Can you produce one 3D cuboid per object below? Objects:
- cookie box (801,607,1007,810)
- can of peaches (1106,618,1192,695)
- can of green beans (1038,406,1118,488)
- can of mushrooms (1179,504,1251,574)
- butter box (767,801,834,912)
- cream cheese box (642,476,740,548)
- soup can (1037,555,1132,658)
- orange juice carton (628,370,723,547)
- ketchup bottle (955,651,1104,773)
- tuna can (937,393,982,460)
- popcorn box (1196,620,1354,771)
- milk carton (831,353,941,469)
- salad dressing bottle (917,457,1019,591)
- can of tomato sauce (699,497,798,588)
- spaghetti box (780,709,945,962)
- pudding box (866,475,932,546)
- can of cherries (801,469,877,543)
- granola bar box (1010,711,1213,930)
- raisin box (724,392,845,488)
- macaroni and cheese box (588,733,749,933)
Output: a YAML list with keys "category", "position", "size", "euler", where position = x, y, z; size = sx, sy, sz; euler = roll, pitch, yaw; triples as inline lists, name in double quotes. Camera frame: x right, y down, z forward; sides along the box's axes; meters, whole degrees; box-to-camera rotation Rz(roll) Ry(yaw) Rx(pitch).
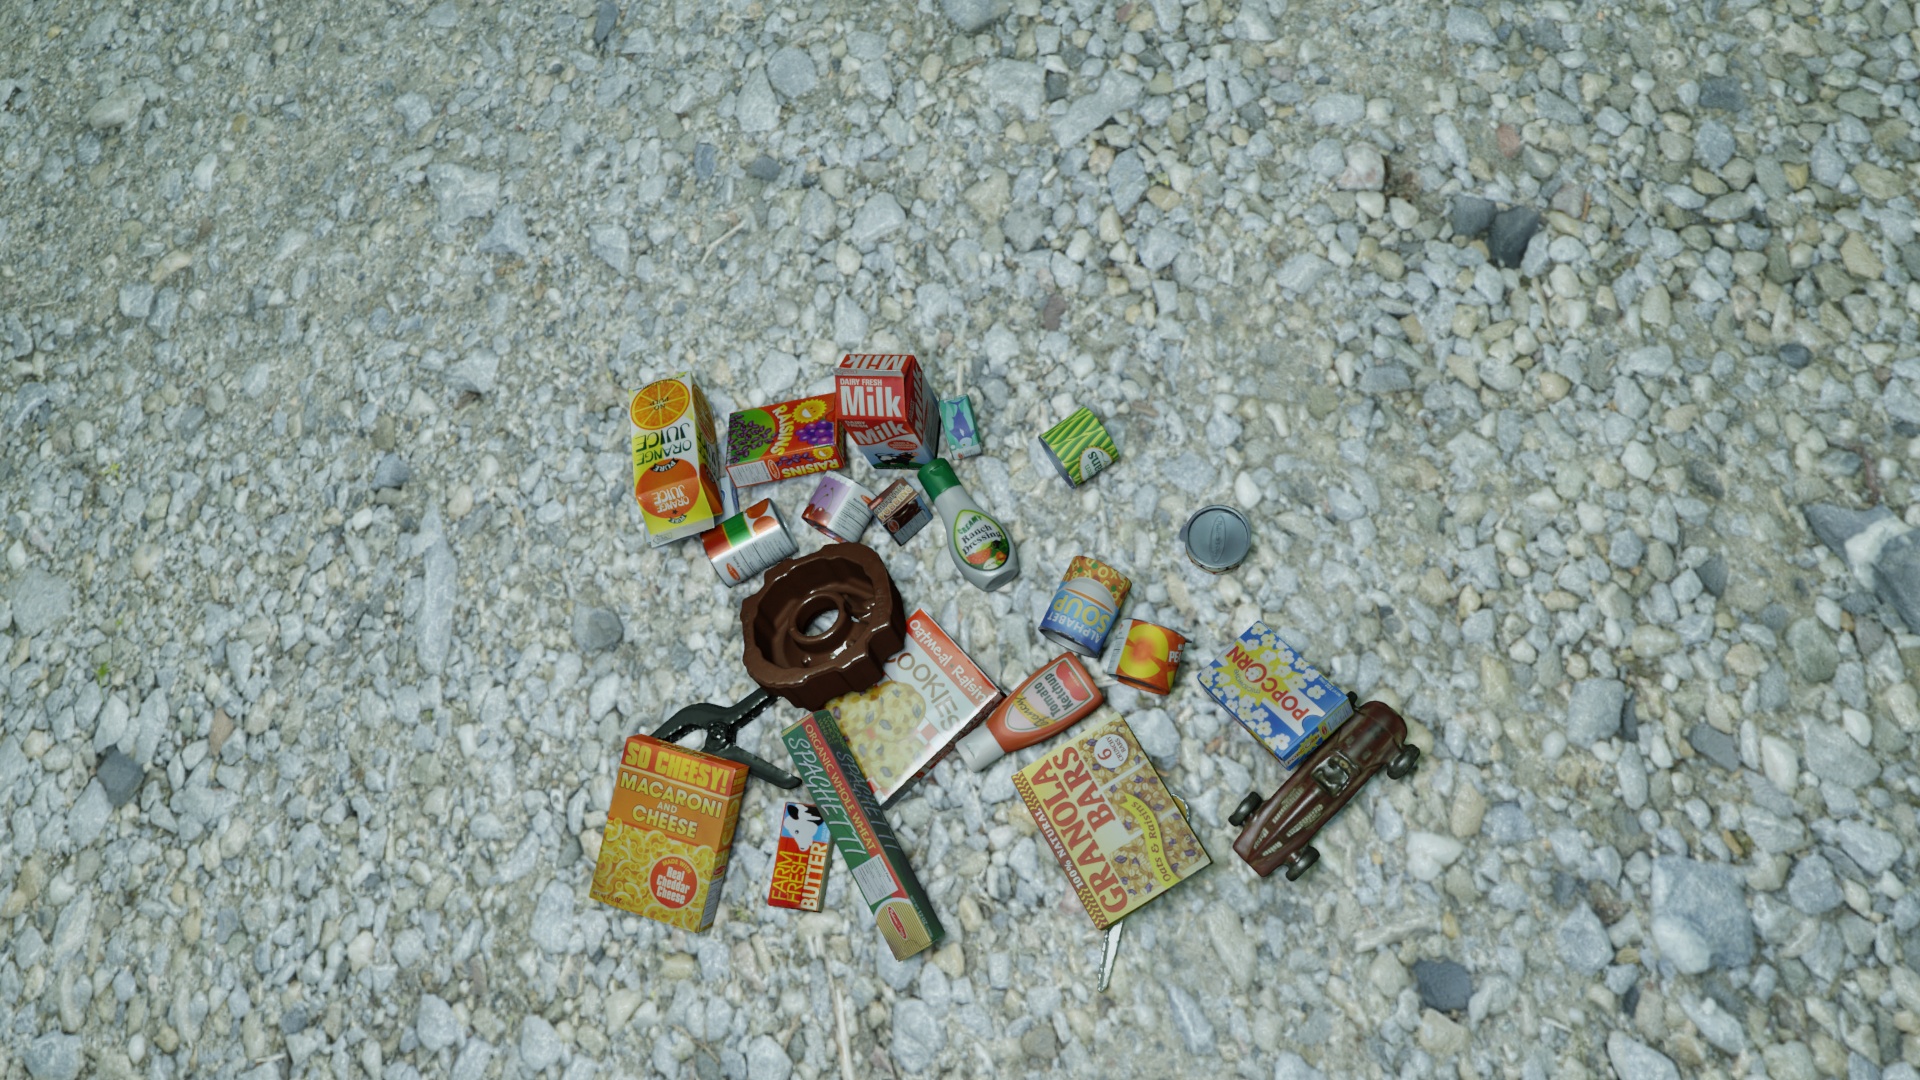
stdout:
- category: "cookie box"
  position: [-0.056, 0.169, 1.400]
  size: [0.167, 0.040, 0.123]
  euler: [-43, 71, -3]
- category: "can of peaches"
  position: [0.184, 0.115, 1.359]
  size: [0.071, 0.071, 0.058]
  euler: [17, 77, 15]
- category: "can of green beans"
  position: [0.122, -0.096, 1.436]
  size: [0.058, 0.071, 0.071]
  euler: [-34, 71, -1]
- category: "can of mushrooms"
  position: [0.257, -0.001, 1.400]
  size: [0.071, 0.033, 0.071]
  euler: [-3, 73, 9]
- category: "butter box"
  position: [-0.156, 0.315, 1.381]
  size: [0.053, 0.024, 0.104]
  euler: [6, 74, 11]
- category: "cream cheese box"
  position: [-0.293, -0.031, 1.512]
  size: [0.104, 0.024, 0.053]
  euler: [-14, 72, 6]
- category: "soup can"
  position: [0.124, 0.065, 1.383]
  size: [0.071, 0.071, 0.084]
  euler: [24, 79, 16]
- category: "orange juice carton"
  position: [-0.302, -0.081, 1.478]
  size: [0.072, 0.072, 0.193]
  euler: [-16, 56, 5]
- category: "ketchup bottle"
  position: [0.066, 0.175, 1.374]
  size: [0.149, 0.043, 0.065]
  euler: [-34, 71, -1]
- category: "tuna can"
  position: [-0.001, -0.122, 1.465]
  size: [0.033, 0.071, 0.071]
  euler: [-15, 71, 4]
- category: "popcorn box"
  position: [0.298, 0.146, 1.322]
  size: [0.085, 0.038, 0.127]
  euler: [-40, 48, -4]
- category: "milk carton"
  position: [-0.074, -0.137, 1.417]
  size: [0.072, 0.190, 0.073]
  euler: [3, 74, 11]
- category: "salad dressing bottle"
  position: [0.005, -0.018, 1.444]
  size: [0.064, 0.043, 0.148]
  euler: [-29, 70, -10]
- category: "can of tomato sauce"
  position: [-0.224, 0.000, 1.468]
  size: [0.083, 0.071, 0.071]
  euler: [-29, 71, 0]
- category: "spaghetti box"
  position: [-0.096, 0.283, 1.350]
  size: [0.050, 0.029, 0.250]
  euler: [-36, 77, 29]
- category: "pudding box"
  position: [-0.061, -0.030, 1.438]
  size: [0.050, 0.083, 0.030]
  euler: [-41, 71, -3]
- category: "can of cherries"
  position: [-0.127, -0.033, 1.463]
  size: [0.071, 0.071, 0.058]
  euler: [26, 81, 16]
- category: "granola bar box"
  position: [0.143, 0.266, 1.318]
  size: [0.124, 0.039, 0.166]
  euler: [-32, 67, 3]
- category: "raisin box"
  position: [-0.187, -0.109, 1.494]
  size: [0.123, 0.040, 0.086]
  euler: [-10, 46, 7]
- category: "macaroni and cheese box"
  position: [-0.290, 0.289, 1.384]
  size: [0.124, 0.040, 0.166]
  euler: [14, 91, 14]
